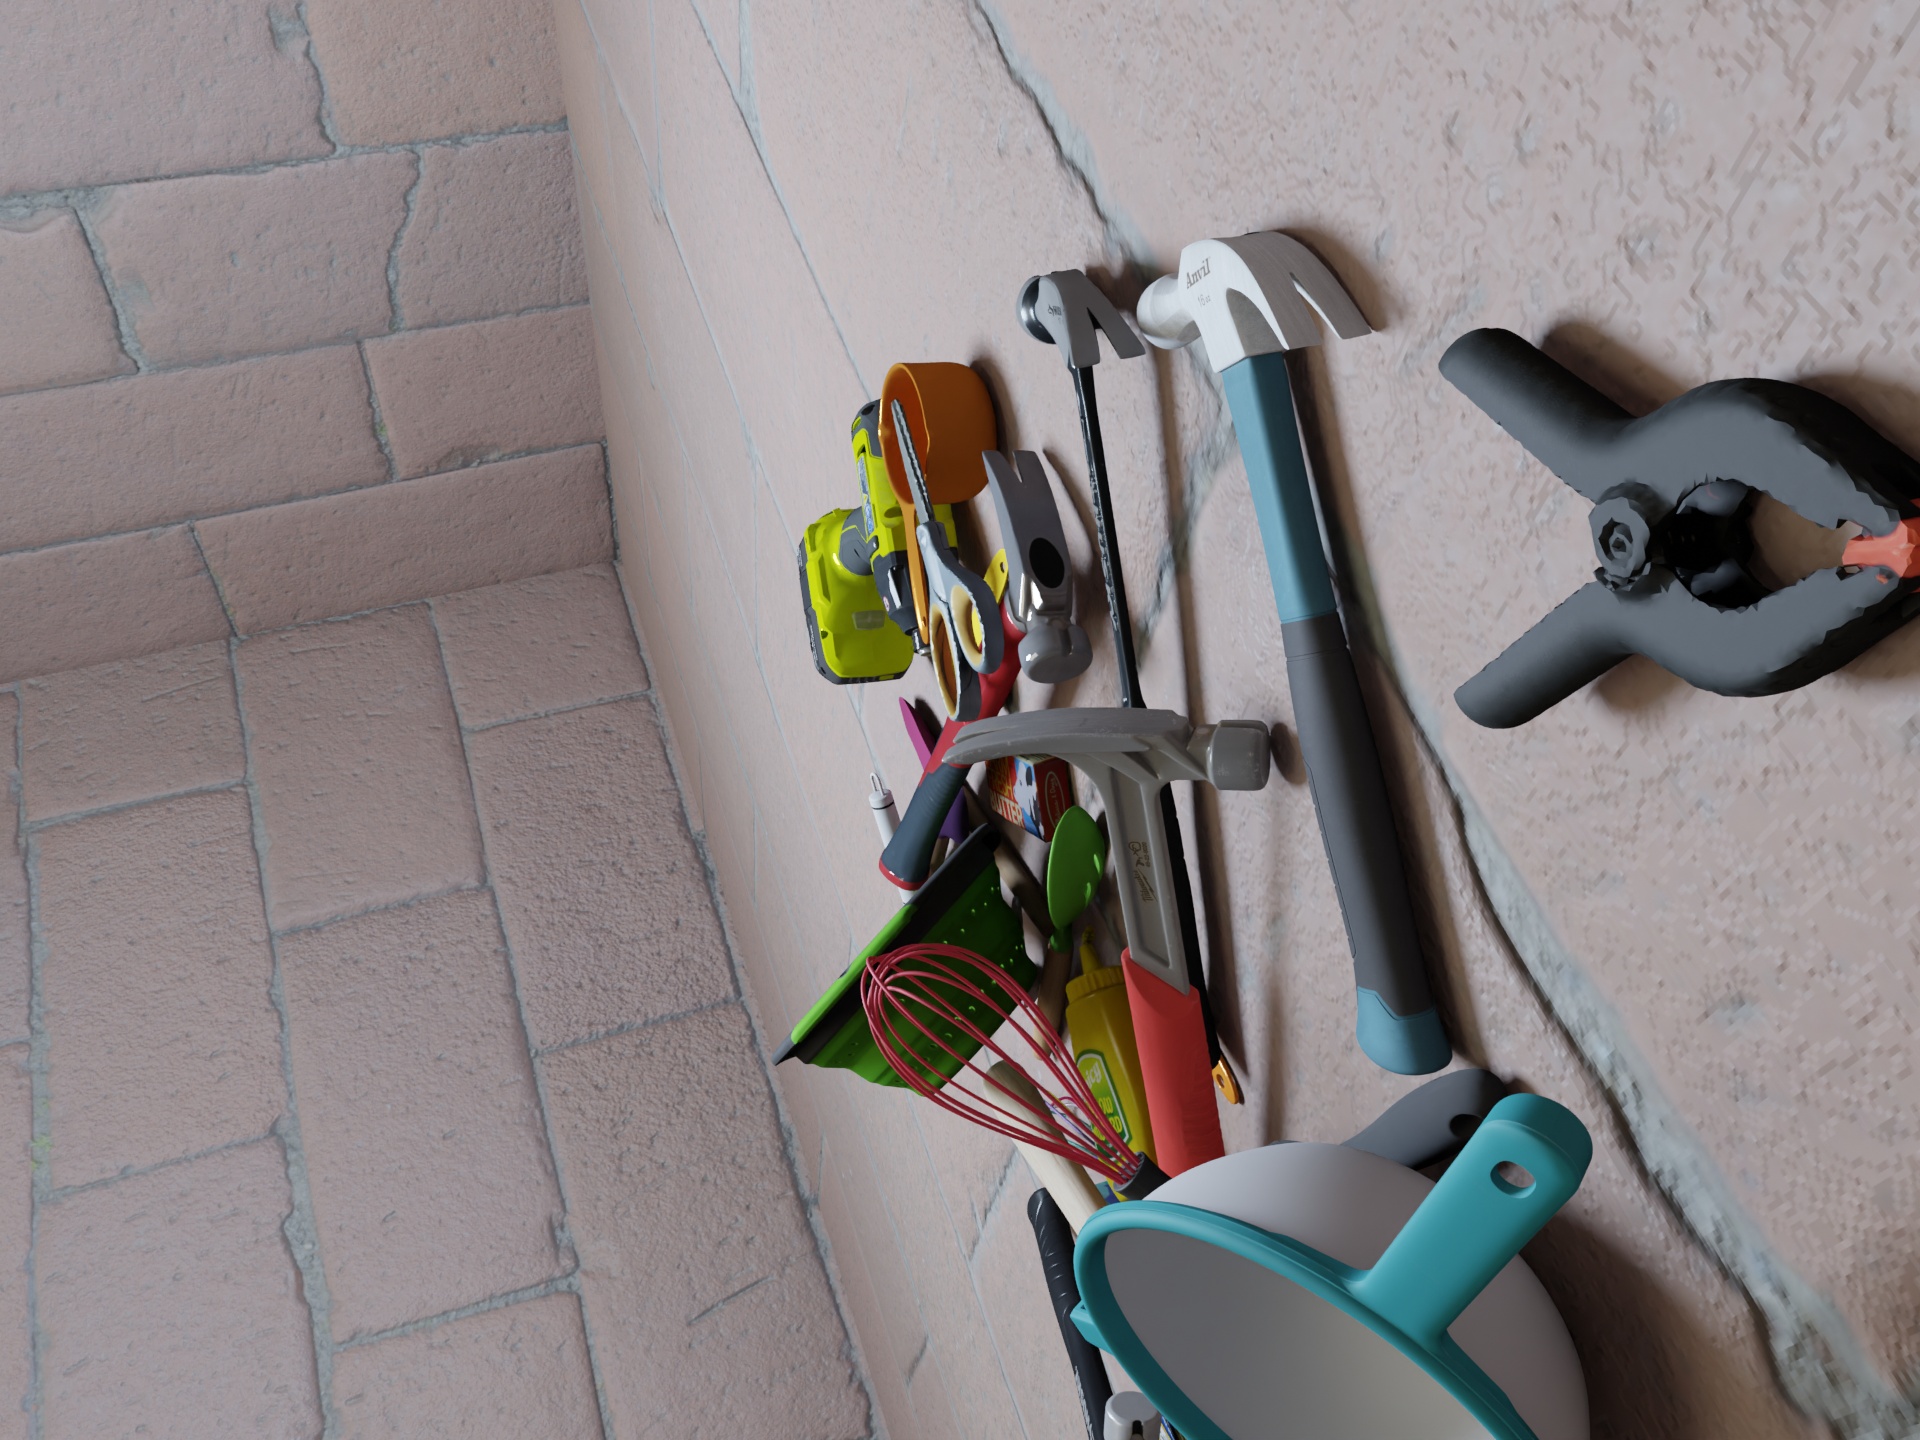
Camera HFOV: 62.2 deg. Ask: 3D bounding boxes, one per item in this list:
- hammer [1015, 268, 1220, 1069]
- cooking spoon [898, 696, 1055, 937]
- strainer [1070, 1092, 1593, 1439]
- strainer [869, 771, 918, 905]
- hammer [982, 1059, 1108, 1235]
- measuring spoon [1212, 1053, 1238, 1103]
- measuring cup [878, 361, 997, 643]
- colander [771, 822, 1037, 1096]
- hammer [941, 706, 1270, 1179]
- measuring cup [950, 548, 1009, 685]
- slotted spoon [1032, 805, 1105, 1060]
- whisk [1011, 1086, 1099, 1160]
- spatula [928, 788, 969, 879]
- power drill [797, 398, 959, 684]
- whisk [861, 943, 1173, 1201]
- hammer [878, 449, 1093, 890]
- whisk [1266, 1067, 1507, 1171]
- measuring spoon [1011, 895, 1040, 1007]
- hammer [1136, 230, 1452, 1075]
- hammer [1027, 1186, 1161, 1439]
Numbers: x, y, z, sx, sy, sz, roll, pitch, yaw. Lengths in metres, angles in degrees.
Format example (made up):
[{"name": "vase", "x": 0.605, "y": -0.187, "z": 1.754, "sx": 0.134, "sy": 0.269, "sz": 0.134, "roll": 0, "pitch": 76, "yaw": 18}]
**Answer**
[{"name": "hammer", "x": 0.087, "y": -0.011, "z": 0.777, "sx": 0.149, "sy": 0.036, "sz": 0.408, "roll": -108, "pitch": 7, "yaw": -73}, {"name": "cooking spoon", "x": 0.007, "y": 0.068, "z": 1.188, "sx": 0.319, "sy": 0.017, "sz": 0.068, "roll": -126, "pitch": 19, "yaw": -55}, {"name": "strainer", "x": 0.160, "y": 0.192, "z": 0.564, "sx": 0.211, "sy": 0.095, "sz": 0.340, "roll": 33, "pitch": 144, "yaw": 19}, {"name": "strainer", "x": -0.033, "y": 0.156, "z": 1.307, "sx": 0.087, "sy": 0.050, "sz": 0.258, "roll": 29, "pitch": 140, "yaw": 61}, {"name": "hammer", "x": 0.108, "y": 0.331, "z": 0.879, "sx": 0.411, "sy": 0.038, "sz": 0.146, "roll": 51, "pitch": 170, "yaw": 49}, {"name": "measuring spoon", "x": 0.122, "y": 0.165, "z": 0.875, "sx": 0.117, "sy": 0.011, "sz": 0.021, "roll": -119, "pitch": 22, "yaw": -44}, {"name": "measuring cup", "x": -0.009, "y": -0.135, "z": 0.986, "sx": 0.095, "sy": 0.052, "sz": 0.173, "roll": -151, "pitch": 53, "yaw": -66}, {"name": "colander", "x": -0.008, "y": 0.167, "z": 1.092, "sx": 0.094, "sy": 0.204, "sz": 0.397, "roll": 42, "pitch": -174, "yaw": 4}, {"name": "hammer", "x": 0.096, "y": 0.157, "z": 0.795, "sx": 0.037, "sy": 0.149, "sz": 0.358, "roll": -56, "pitch": -40, "yaw": -55}, {"name": "measuring cup", "x": 0.022, "y": -0.058, "z": 1.027, "sx": 0.156, "sy": 0.029, "sz": 0.062, "roll": 110, "pitch": 143, "yaw": -52}, {"name": "slotted spoon", "x": 0.065, "y": 0.154, "z": 1.033, "sx": 0.313, "sy": 0.031, "sz": 0.070, "roll": 93, "pitch": -162, "yaw": -55}, {"name": "whisk", "x": 0.091, "y": 0.284, "z": 1.036, "sx": 0.245, "sy": 0.051, "sz": 0.047, "roll": 1, "pitch": 70, "yaw": 69}, {"name": "spatula", "x": -0.016, "y": 0.095, "z": 1.251, "sx": 0.315, "sy": 0.018, "sz": 0.060, "roll": 106, "pitch": 144, "yaw": -70}, {"name": "power drill", "x": -0.055, "y": -0.108, "z": 1.135, "sx": 0.223, "sy": 0.080, "sz": 0.171, "roll": 138, "pitch": 124, "yaw": -70}, {"name": "whisk", "x": 0.068, "y": 0.208, "z": 0.779, "sx": 0.295, "sy": 0.073, "sz": 0.073, "roll": 40, "pitch": 166, "yaw": -6}, {"name": "hammer", "x": -0.002, "y": -0.003, "z": 1.010, "sx": 0.386, "sy": 0.038, "sz": 0.143, "roll": 115, "pitch": 148, "yaw": -57}, {"name": "whisk", "x": 0.167, "y": 0.188, "z": 0.678, "sx": 0.238, "sy": 0.055, "sz": 0.055, "roll": 114, "pitch": 140, "yaw": -59}, {"name": "measuring spoon", "x": 0.046, "y": 0.159, "z": 1.110, "sx": 0.124, "sy": 0.018, "sz": 0.034, "roll": 86, "pitch": 169, "yaw": -49}, {"name": "hammer", "x": 0.138, "y": -0.027, "z": 0.618, "sx": 0.128, "sy": 0.033, "sz": 0.331, "roll": 174, "pitch": 83, "yaw": -76}, {"name": "hammer", "x": 0.081, "y": 0.419, "z": 1.060, "sx": 0.335, "sy": 0.035, "sz": 0.146, "roll": -110, "pitch": 22, "yaw": -74}]
